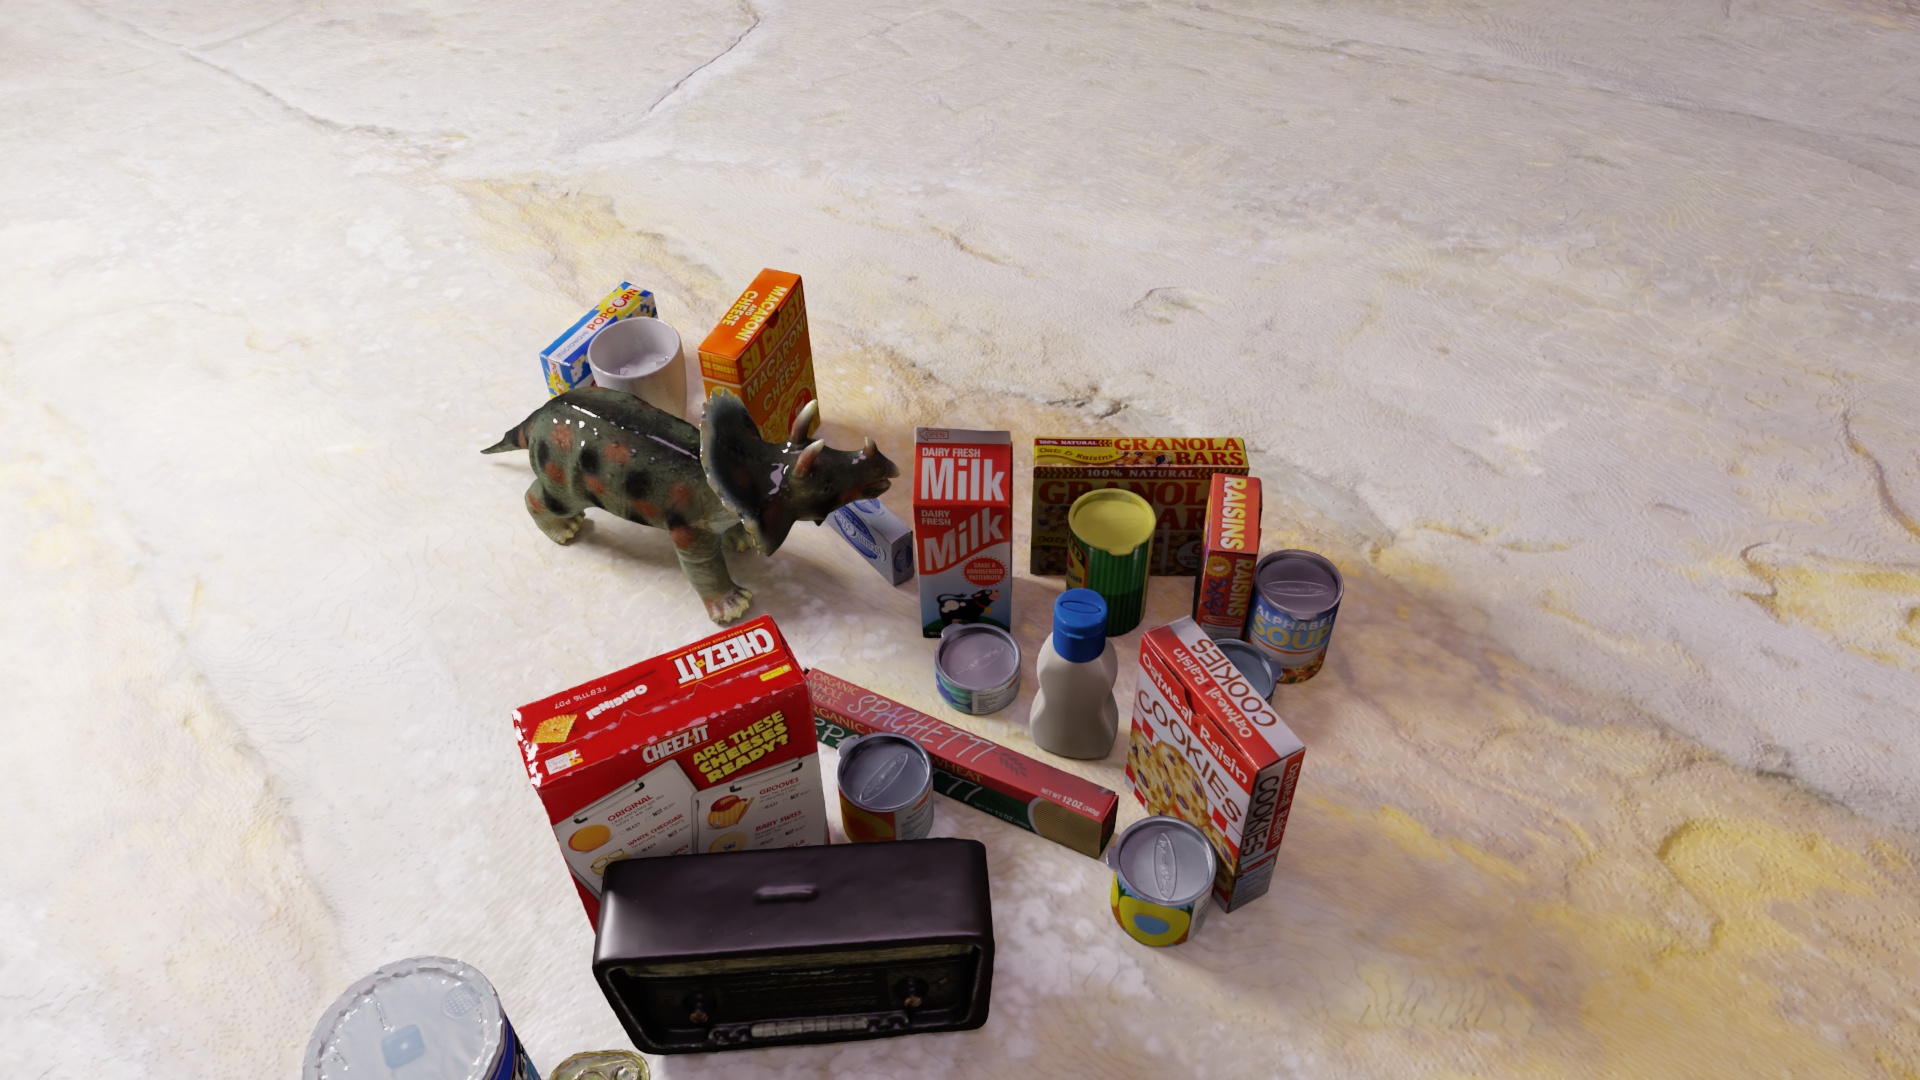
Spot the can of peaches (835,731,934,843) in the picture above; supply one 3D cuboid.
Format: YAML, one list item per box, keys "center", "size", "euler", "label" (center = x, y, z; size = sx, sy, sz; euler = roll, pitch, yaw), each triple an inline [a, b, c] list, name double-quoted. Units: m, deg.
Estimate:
- center: [-0.053, 0.175, 0.966]
  size: [0.071, 0.057, 0.071]
  euler: [-1, 45, 1]
  label: "can of peaches"

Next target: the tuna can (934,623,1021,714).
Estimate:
- center: [0.012, 0.097, 1.060]
  size: [0.071, 0.032, 0.071]
  euler: [0, 45, 1]
  label: "tuna can"

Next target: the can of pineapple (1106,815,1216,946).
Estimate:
- center: [0.131, 0.224, 0.914]
  size: [0.071, 0.057, 0.071]
  euler: [-1, 45, 1]
  label: "can of pineapple"

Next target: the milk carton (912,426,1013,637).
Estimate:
- center: [0.004, -0.013, 1.058]
  size: [0.072, 0.189, 0.074]
  euler: [1, 46, 3]
  label: "milk carton"

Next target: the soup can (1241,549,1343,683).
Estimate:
- center: [0.250, 0.061, 1.055]
  size: [0.071, 0.083, 0.072]
  euler: [-1, 45, 1]
  label: "soup can"

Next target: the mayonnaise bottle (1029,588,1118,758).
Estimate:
- center: [0.082, 0.095, 0.979]
  size: [0.065, 0.147, 0.041]
  euler: [9, 46, 10]
  label: "mayonnaise bottle"

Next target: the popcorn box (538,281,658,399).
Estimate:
- center: [-0.330, -0.170, 1.292]
  size: [0.038, 0.084, 0.127]
  euler: [20, 49, 20]
  label: "popcorn box"

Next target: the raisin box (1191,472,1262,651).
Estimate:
- center: [0.204, 0.021, 1.067]
  size: [0.040, 0.122, 0.086]
  euler: [7, 46, 8]
  label: "raisin box"

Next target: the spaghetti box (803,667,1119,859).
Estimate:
- center: [-0.009, 0.156, 0.989]
  size: [0.250, 0.049, 0.029]
  euler: [20, 49, 19]
  label: "spaghetti box"

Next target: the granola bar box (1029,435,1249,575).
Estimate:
- center: [0.139, -0.027, 1.115]
  size: [0.166, 0.123, 0.039]
  euler: [0, 45, 2]
  label: "granola bar box"

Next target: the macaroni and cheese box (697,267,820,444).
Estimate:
- center: [-0.169, -0.130, 1.193]
  size: [0.040, 0.165, 0.124]
  euler: [14, 47, 15]
  label: "macaroni and cheese box"

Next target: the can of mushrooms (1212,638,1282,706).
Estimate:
- center: [0.204, 0.109, 1.043]
  size: [0.071, 0.033, 0.071]
  euler: [0, 45, 1]
  label: "can of mushrooms"

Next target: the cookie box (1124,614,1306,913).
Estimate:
- center: [0.161, 0.148, 0.912]
  size: [0.040, 0.166, 0.123]
  euler: [-22, 49, -19]
  label: "cookie box"

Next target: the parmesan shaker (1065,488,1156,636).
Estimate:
- center: [0.116, 0.021, 1.084]
  size: [0.071, 0.102, 0.072]
  euler: [-1, 45, 1]
  label: "parmesan shaker"

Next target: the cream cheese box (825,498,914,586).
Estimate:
- center: [-0.078, -0.012, 1.154]
  size: [0.024, 0.053, 0.104]
  euler: [-30, 52, -25]
  label: "cream cheese box"
